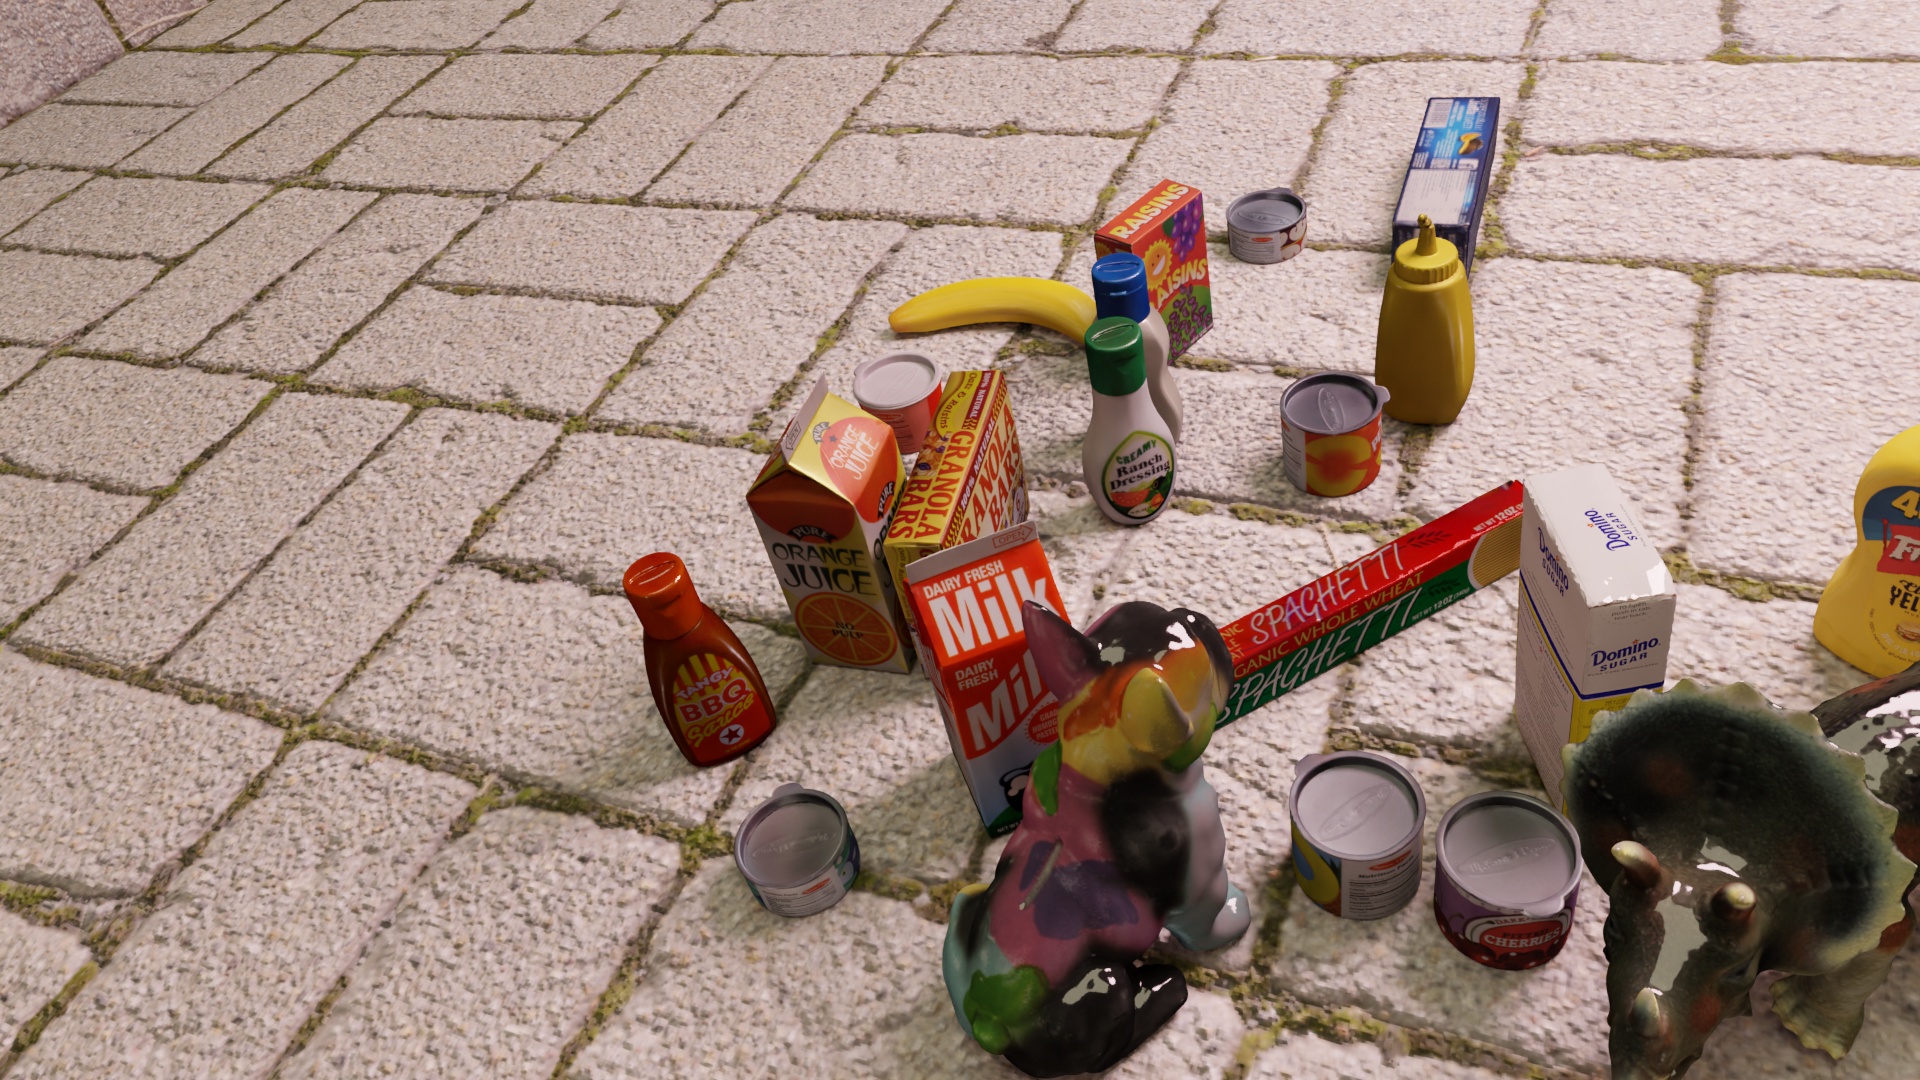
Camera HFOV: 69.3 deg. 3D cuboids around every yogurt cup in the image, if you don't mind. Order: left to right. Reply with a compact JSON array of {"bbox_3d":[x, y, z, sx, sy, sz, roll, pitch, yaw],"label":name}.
[{"bbox_3d":[-0.043,-0.103,1.055,0.072,0.053,0.073,-8,42,7],"label":"yogurt cup"}]

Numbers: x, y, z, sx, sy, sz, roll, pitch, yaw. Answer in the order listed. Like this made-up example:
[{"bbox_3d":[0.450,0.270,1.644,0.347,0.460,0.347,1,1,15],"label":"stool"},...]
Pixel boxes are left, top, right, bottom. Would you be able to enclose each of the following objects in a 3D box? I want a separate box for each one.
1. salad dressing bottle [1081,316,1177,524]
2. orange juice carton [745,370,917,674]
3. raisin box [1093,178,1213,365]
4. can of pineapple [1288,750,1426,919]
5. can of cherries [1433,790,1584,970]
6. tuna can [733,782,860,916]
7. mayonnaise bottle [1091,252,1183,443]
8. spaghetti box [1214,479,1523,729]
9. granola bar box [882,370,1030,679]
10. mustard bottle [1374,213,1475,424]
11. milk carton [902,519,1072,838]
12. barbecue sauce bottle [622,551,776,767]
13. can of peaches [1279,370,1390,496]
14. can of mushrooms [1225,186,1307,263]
[{"bbox_3d":[0.108,-0.078,0.916,0.064,0.147,0.044,-20,42,-6],"label":"salad dressing bottle"},{"bbox_3d":[-0.073,-0.009,0.859,0.073,0.191,0.072,4,45,20],"label":"orange juice carton"},{"bbox_3d":[0.148,-0.196,1.051,0.040,0.122,0.086,29,57,37],"label":"raisin box"},{"bbox_3d":[0.202,0.150,0.713,0.071,0.057,0.071,-8,42,7],"label":"can of pineapple"},{"bbox_3d":[0.266,0.168,0.676,0.071,0.058,0.072,-8,42,7],"label":"can of cherries"},{"bbox_3d":[-0.092,0.175,0.786,0.071,0.032,0.071,-8,42,7],"label":"tuna can"},{"bbox_3d":[0.118,-0.129,0.968,0.065,0.147,0.041,-3,43,13],"label":"mayonnaise bottle"},{"bbox_3d":[0.238,0.039,0.828,0.251,0.050,0.029,-26,43,-12],"label":"spaghetti box"},{"bbox_3d":[0.003,-0.011,0.891,0.039,0.123,0.166,2,45,17],"label":"granola bar box"},{"bbox_3d":[0.312,-0.151,0.930,0.065,0.159,0.049,10,48,25],"label":"mustard bottle"},{"bbox_3d":[0.022,0.069,0.751,0.072,0.189,0.074,-21,42,-6],"label":"milk carton"},{"bbox_3d":[-0.160,0.071,0.830,0.065,0.147,0.044,-26,43,-13],"label":"barbecue sauce bottle"},{"bbox_3d":[0.253,-0.072,0.937,0.071,0.057,0.071,-8,42,7],"label":"can of peaches"},{"bbox_3d":[0.257,-0.263,1.159,0.071,0.033,0.071,-8,42,7],"label":"can of mushrooms"}]
